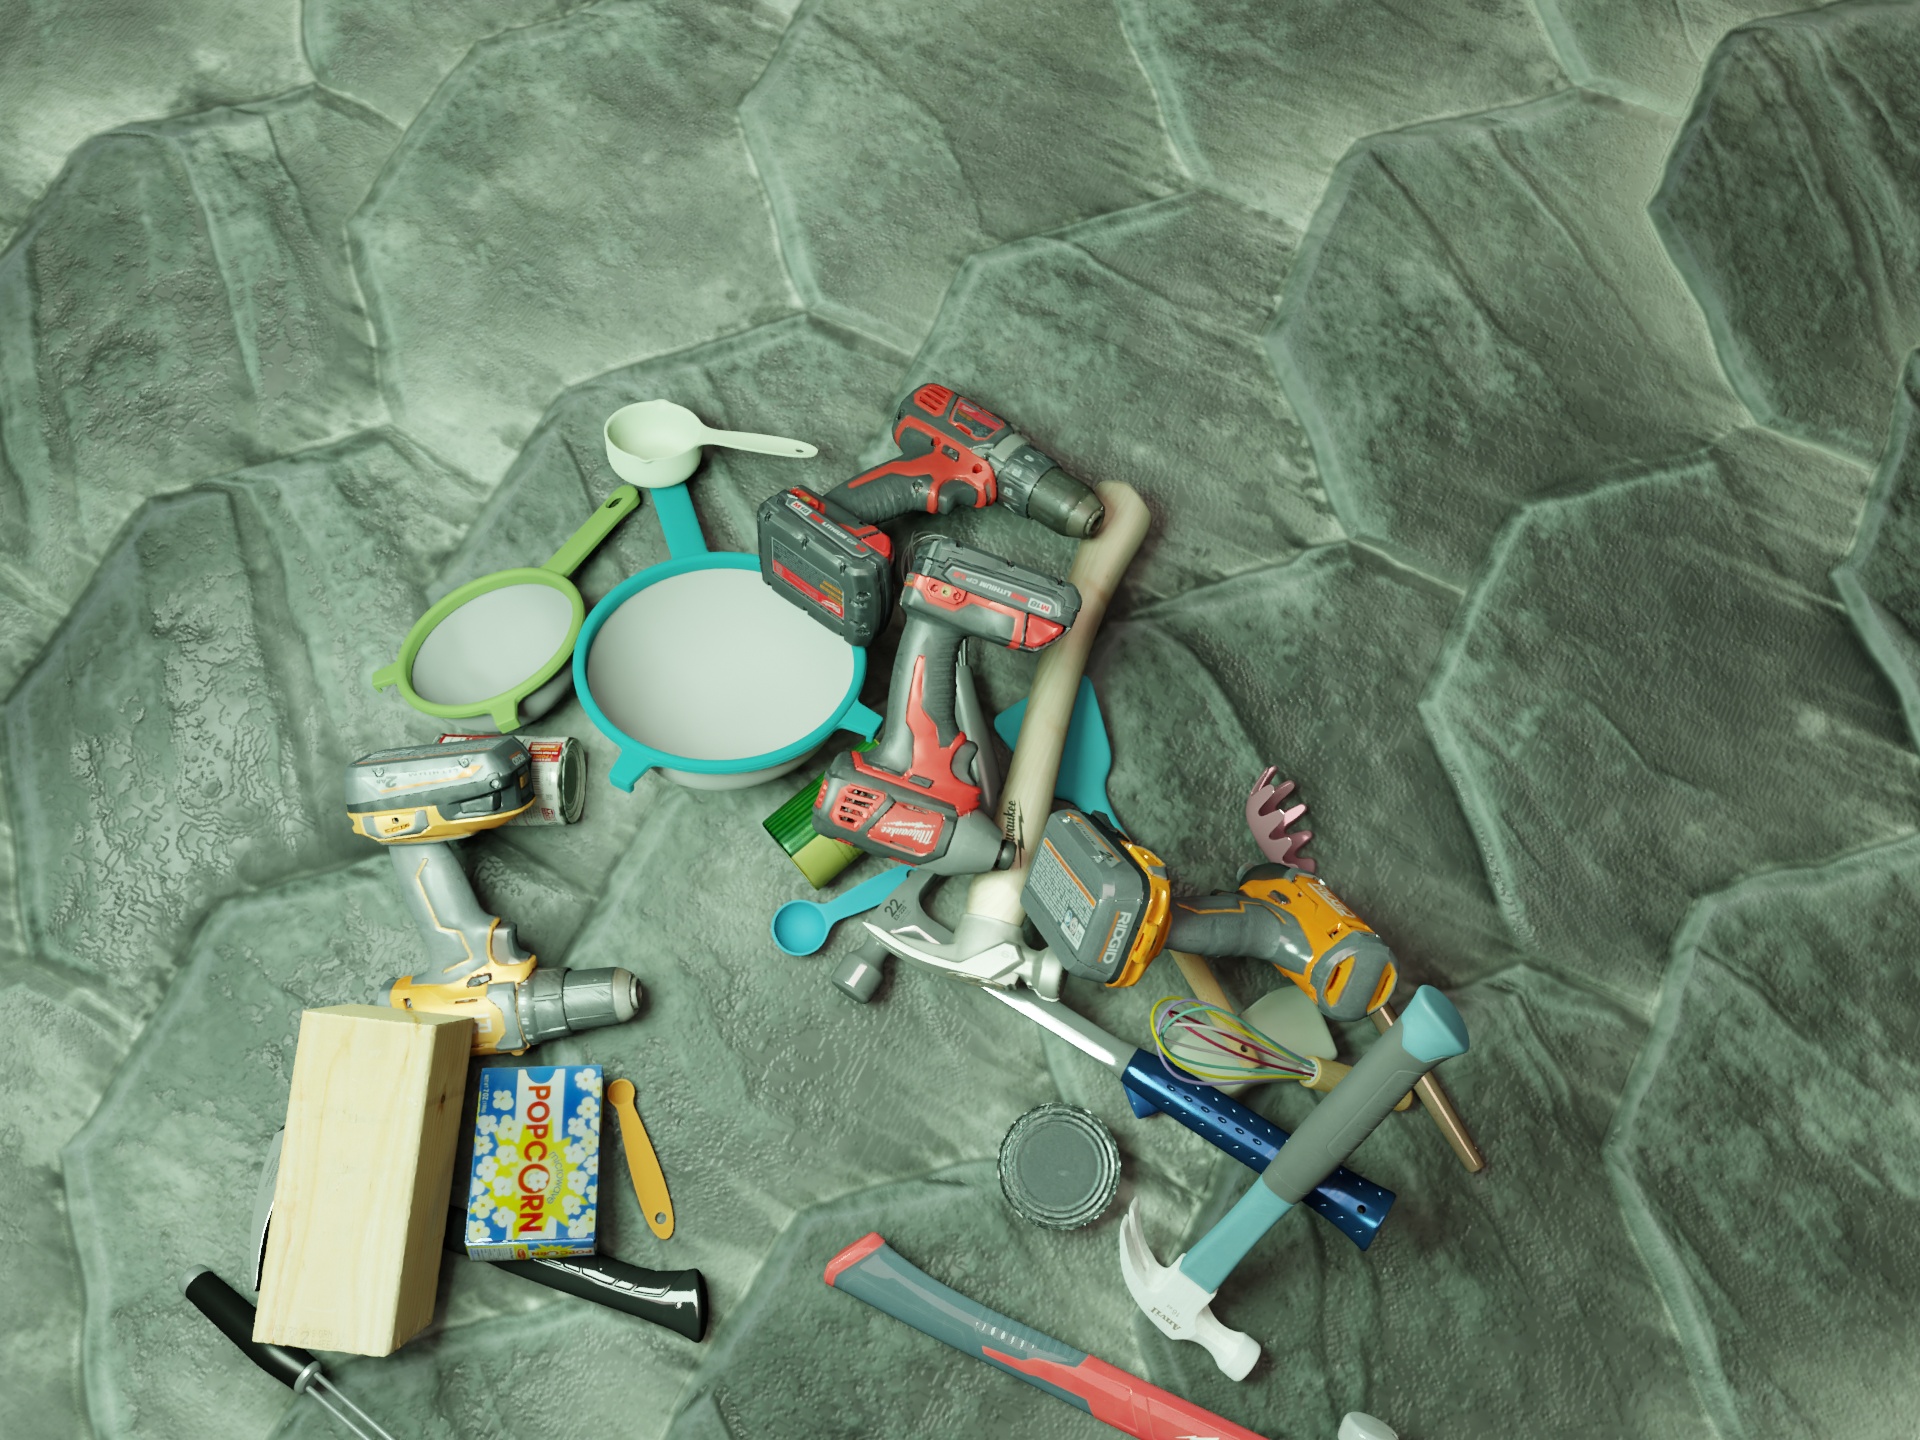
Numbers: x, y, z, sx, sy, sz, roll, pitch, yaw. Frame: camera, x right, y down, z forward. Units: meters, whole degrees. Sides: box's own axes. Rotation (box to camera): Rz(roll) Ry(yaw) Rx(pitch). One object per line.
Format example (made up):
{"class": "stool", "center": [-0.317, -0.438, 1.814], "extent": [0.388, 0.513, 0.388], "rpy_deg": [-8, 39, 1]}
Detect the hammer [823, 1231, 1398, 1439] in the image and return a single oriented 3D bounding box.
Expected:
{"class": "hammer", "center": [0.082, 0.458, 1.061], "extent": [0.386, 0.038, 0.143], "rpy_deg": [21, 92, 12]}

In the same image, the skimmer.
{"class": "skimmer", "center": [-0.384, 0.482, 1.079], "extent": [0.363, 0.090, 0.127], "rpy_deg": [28, 79, 20]}

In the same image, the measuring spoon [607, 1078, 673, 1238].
{"class": "measuring spoon", "center": [-0.228, 0.313, 1.138], "extent": [0.021, 0.011, 0.117], "rpy_deg": [-20, 77, -7]}

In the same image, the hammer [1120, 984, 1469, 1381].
{"class": "hammer", "center": [0.211, 0.288, 1.006], "extent": [0.128, 0.033, 0.331], "rpy_deg": [36, 121, 8]}

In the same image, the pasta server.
{"class": "pasta server", "center": [0.292, 0.178, 1.149], "extent": [0.040, 0.060, 0.316], "rpy_deg": [-36, 75, 24]}

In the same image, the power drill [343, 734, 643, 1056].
{"class": "power drill", "center": [-0.331, 0.129, 1.129], "extent": [0.185, 0.084, 0.226], "rpy_deg": [-6, 100, 1]}

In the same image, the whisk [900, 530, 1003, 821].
{"class": "whisk", "center": [-0.002, -0.036, 1.223], "extent": [0.055, 0.055, 0.239], "rpy_deg": [-12, 78, -2]}

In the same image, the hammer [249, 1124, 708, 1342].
{"class": "hammer", "center": [-0.333, 0.367, 1.110], "extent": [0.335, 0.035, 0.146], "rpy_deg": [17, 73, 6]}

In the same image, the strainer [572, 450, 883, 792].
{"class": "strainer", "center": [-0.196, -0.068, 1.222], "extent": [0.211, 0.095, 0.341], "rpy_deg": [-12, 51, -15]}

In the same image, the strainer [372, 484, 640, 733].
{"class": "strainer", "center": [-0.321, -0.080, 1.240], "extent": [0.151, 0.069, 0.256], "rpy_deg": [15, 54, 29]}

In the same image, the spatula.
{"class": "spatula", "center": [0.131, 0.112, 1.156], "extent": [0.082, 0.044, 0.318], "rpy_deg": [-26, 64, -8]}

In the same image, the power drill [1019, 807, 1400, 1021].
{"class": "power drill", "center": [0.161, 0.125, 1.066], "extent": [0.226, 0.164, 0.084], "rpy_deg": [13, 107, -22]}

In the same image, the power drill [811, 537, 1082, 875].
{"class": "power drill", "center": [-0.002, -0.003, 1.089], "extent": [0.143, 0.078, 0.219], "rpy_deg": [20, 92, -8]}

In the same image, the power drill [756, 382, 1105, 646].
{"class": "power drill", "center": [-0.020, -0.152, 1.191], "extent": [0.188, 0.080, 0.227], "rpy_deg": [35, 56, 22]}

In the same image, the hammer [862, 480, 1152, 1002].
{"class": "hammer", "center": [0.056, -0.003, 1.178], "extent": [0.146, 0.038, 0.411], "rpy_deg": [12, 67, 13]}

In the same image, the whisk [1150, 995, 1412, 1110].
{"class": "whisk", "center": [0.220, 0.228, 1.070], "extent": [0.244, 0.047, 0.051], "rpy_deg": [21, 107, -32]}

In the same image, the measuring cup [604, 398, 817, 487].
{"class": "measuring cup", "center": [-0.198, -0.211, 1.264], "extent": [0.167, 0.038, 0.083], "rpy_deg": [6, 46, -4]}

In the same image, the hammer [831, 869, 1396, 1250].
{"class": "hammer", "center": [0.111, 0.227, 1.103], "extent": [0.406, 0.035, 0.144], "rpy_deg": [30, 72, 19]}

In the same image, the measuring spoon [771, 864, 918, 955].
{"class": "measuring spoon", "center": [-0.081, 0.138, 1.186], "extent": [0.128, 0.021, 0.042], "rpy_deg": [-24, 73, -15]}
